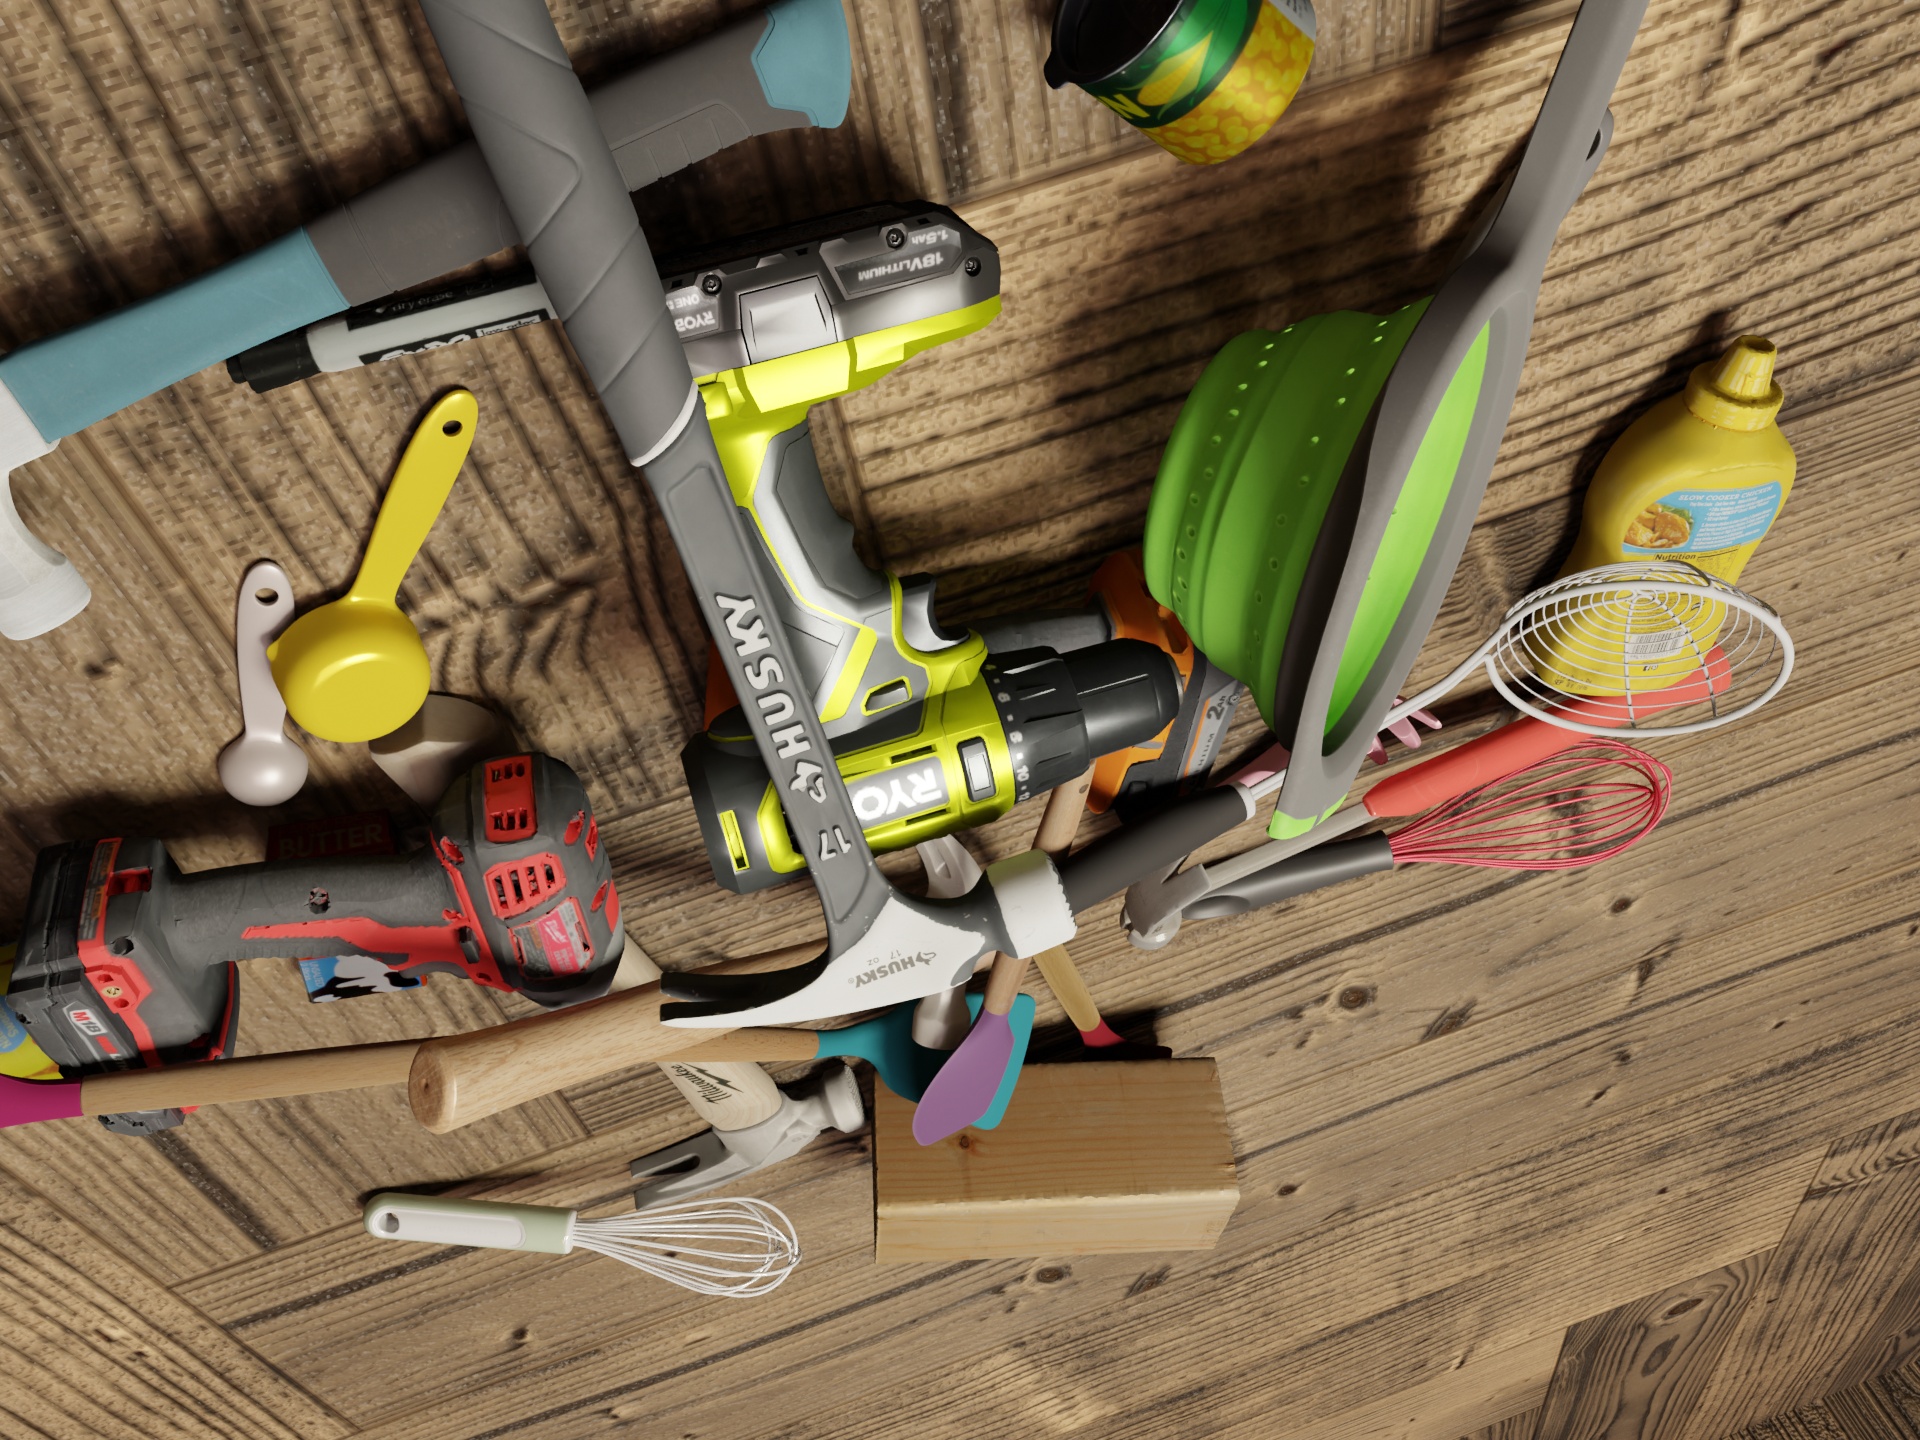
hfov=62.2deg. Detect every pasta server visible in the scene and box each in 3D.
[{"bbox_3d":[0.110,0.071,0.858,0.316,0.040,0.060,-34,162,14],"label":"pasta server"}]

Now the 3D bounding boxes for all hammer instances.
[{"bbox_3d":[-0.184,-0.147,0.498,0.331,0.033,0.128,-25,122,-3],"label":"hammer"},{"bbox_3d":[-0.179,0.132,0.798,0.146,0.038,0.410,-23,138,2],"label":"hammer"},{"bbox_3d":[0.254,0.028,0.833,0.359,0.037,0.149,-21,164,-12],"label":"hammer"},{"bbox_3d":[-0.089,-0.071,0.491,0.149,0.036,0.408,-20,116,-1],"label":"hammer"},{"bbox_3d":[-0.095,0.119,0.713,0.331,0.031,0.130,-8,108,-52],"label":"hammer"}]

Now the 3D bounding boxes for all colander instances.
[{"bbox_3d":[0.157,-0.157,0.578,0.204,0.094,0.397,-8,120,-65],"label":"colander"}]

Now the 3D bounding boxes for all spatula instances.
[{"bbox_3d":[0.021,0.124,0.776,0.059,0.018,0.315,-19,144,-30],"label":"spatula"},{"bbox_3d":[-0.090,0.168,0.814,0.317,0.044,0.082,12,97,-44],"label":"spatula"}]

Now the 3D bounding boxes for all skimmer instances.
[{"bbox_3d":[0.192,0.029,0.705,0.363,0.090,0.127,-27,151,-10],"label":"skimmer"}]

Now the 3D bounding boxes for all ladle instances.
[{"bbox_3d":[0.068,0.161,0.915,0.069,0.031,0.315,-21,143,6],"label":"ladle"}]

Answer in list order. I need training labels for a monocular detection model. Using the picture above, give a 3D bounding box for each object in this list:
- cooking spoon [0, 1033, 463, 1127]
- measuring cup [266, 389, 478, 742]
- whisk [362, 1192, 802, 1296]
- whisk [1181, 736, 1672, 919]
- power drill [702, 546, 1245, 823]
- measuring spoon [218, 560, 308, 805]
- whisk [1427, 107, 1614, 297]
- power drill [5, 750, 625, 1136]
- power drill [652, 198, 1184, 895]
[{"bbox_3d":[-0.311,0.142,0.616,0.318,0.017,0.068,-3,133,-19],"label":"cooking spoon"},{"bbox_3d":[-0.210,-0.053,0.595,0.062,0.029,0.156,5,130,-43],"label":"measuring cup"},{"bbox_3d":[-0.212,0.289,0.897,0.246,0.059,0.058,6,98,-4],"label":"whisk"},{"bbox_3d":[0.263,0.069,0.911,0.296,0.073,0.073,-14,138,0],"label":"whisk"},{"bbox_3d":[-0.001,-0.002,0.707,0.226,0.084,0.164,-1,135,-16],"label":"power drill"},{"bbox_3d":[-0.274,-0.009,0.625,0.034,0.018,0.124,1,132,-24],"label":"measuring spoon"},{"bbox_3d":[0.191,-0.147,0.666,0.055,0.055,0.239,14,122,-33],"label":"whisk"},{"bbox_3d":[-0.251,0.094,0.659,0.219,0.079,0.143,-11,136,-8],"label":"power drill"},{"bbox_3d":[-0.024,-0.062,0.572,0.190,0.080,0.228,-17,114,-9],"label":"power drill"}]
